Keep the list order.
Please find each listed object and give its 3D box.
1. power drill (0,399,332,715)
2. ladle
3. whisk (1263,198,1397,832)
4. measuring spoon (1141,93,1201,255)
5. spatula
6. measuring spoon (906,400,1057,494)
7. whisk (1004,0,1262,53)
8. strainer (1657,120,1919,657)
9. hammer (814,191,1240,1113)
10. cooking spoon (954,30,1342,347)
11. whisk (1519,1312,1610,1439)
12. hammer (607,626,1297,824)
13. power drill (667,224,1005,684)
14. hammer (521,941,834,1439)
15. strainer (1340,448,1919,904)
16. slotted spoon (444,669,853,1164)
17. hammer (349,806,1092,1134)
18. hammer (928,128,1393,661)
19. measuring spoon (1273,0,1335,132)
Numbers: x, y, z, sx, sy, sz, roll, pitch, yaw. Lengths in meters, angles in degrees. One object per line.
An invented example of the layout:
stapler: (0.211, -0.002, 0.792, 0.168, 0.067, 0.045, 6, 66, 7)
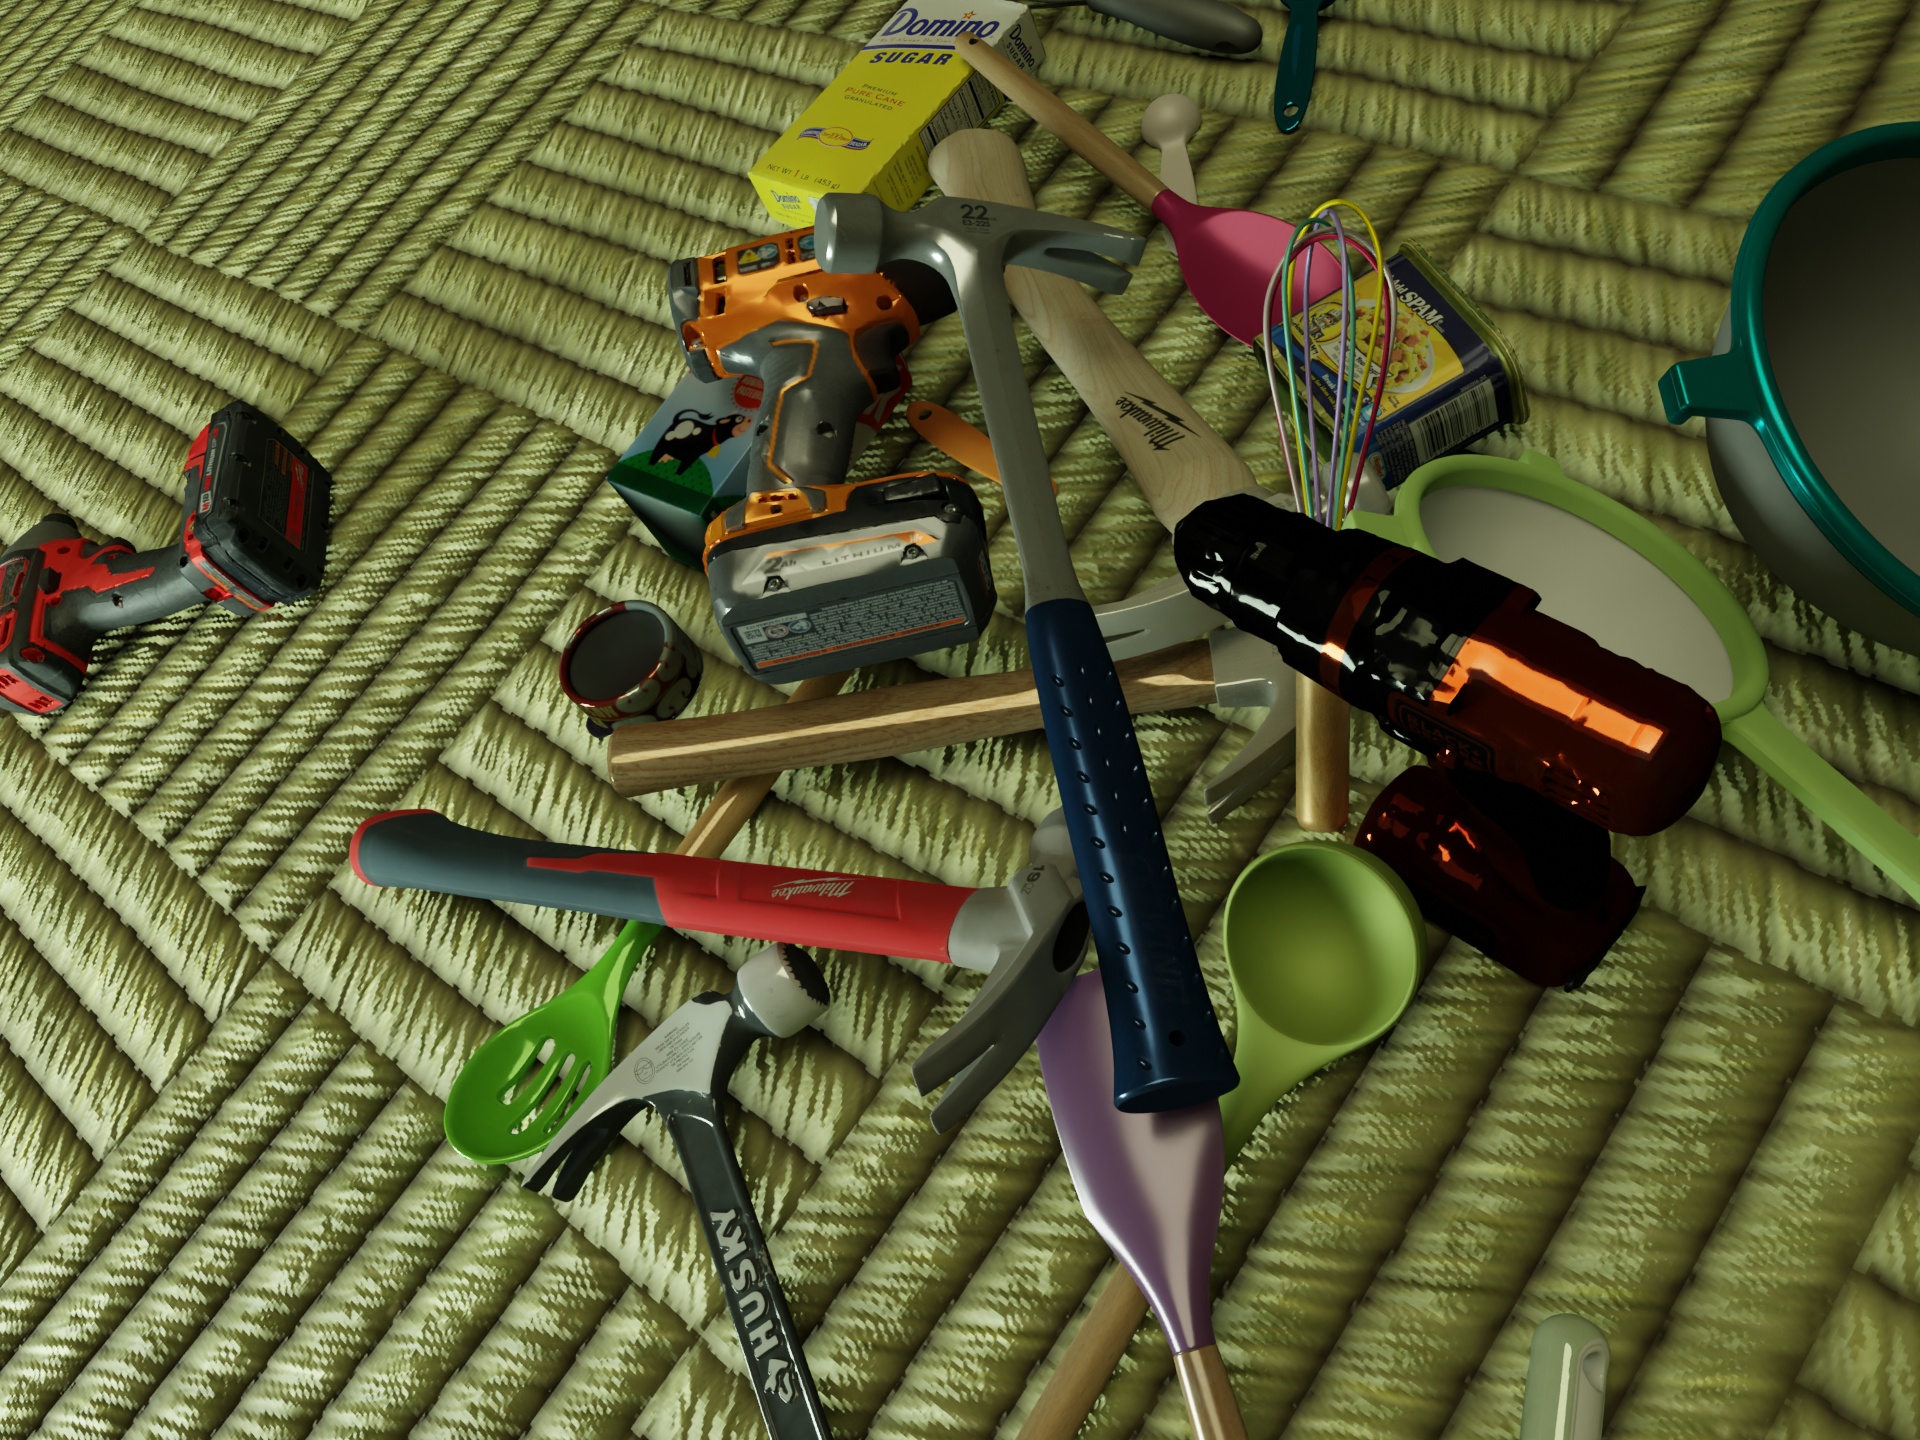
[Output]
power drill: (-0.503, -0.101, 0.978, 0.219, 0.078, 0.143, -22, 53, 13)
ladle: (0.067, 0.183, 0.564, 0.078, 0.062, 0.320, 26, 75, 32)
whisk: (0.143, -0.076, 0.619, 0.047, 0.051, 0.245, 5, 102, 33)
measuring spoon: (0.117, -0.303, 0.872, 0.034, 0.018, 0.124, -11, 57, 17)
spatula: (0.086, 0.229, 0.513, 0.060, 0.018, 0.316, -22, 64, 15)
measuring spoon: (0.008, -0.141, 0.820, 0.021, 0.011, 0.117, -44, 53, -8)
whisk: (0.084, -0.442, 0.959, 0.239, 0.055, 0.055, 34, 77, 32)
strainer: (0.392, -0.147, 0.602, 0.211, 0.095, 0.340, 39, 68, 4)
hammer: (0.042, -0.052, 0.617, 0.144, 0.035, 0.406, -3, 61, -16)
cooking spoon: (0.092, -0.291, 0.852, 0.069, 0.017, 0.319, -38, 62, -5)
whisk: (0.164, 0.295, 0.457, 0.059, 0.057, 0.246, -17, 44, 47)
hammer: (-0.001, -0.002, 0.709, 0.331, 0.031, 0.130, -9, 57, 12)
power drill: (-0.045, -0.141, 0.731, 0.164, 0.084, 0.227, -13, 60, 5)
hammer: (-0.053, 0.274, 0.552, 0.149, 0.036, 0.409, -36, 50, 9)
strainer: (0.256, 0.004, 0.591, 0.151, 0.069, 0.257, -22, 59, -41)
slotted spoon: (-0.124, 0.069, 0.736, 0.070, 0.031, 0.314, 23, 69, 32)
hammer: (-0.130, 0.080, 0.664, 0.386, 0.038, 0.143, 2, 35, 32)
hammer: (0.050, -0.189, 0.793, 0.146, 0.038, 0.411, -26, 47, 1)
measuring spoon: (0.193, -0.378, 0.893, 0.042, 0.021, 0.129, 3, 70, 25)
